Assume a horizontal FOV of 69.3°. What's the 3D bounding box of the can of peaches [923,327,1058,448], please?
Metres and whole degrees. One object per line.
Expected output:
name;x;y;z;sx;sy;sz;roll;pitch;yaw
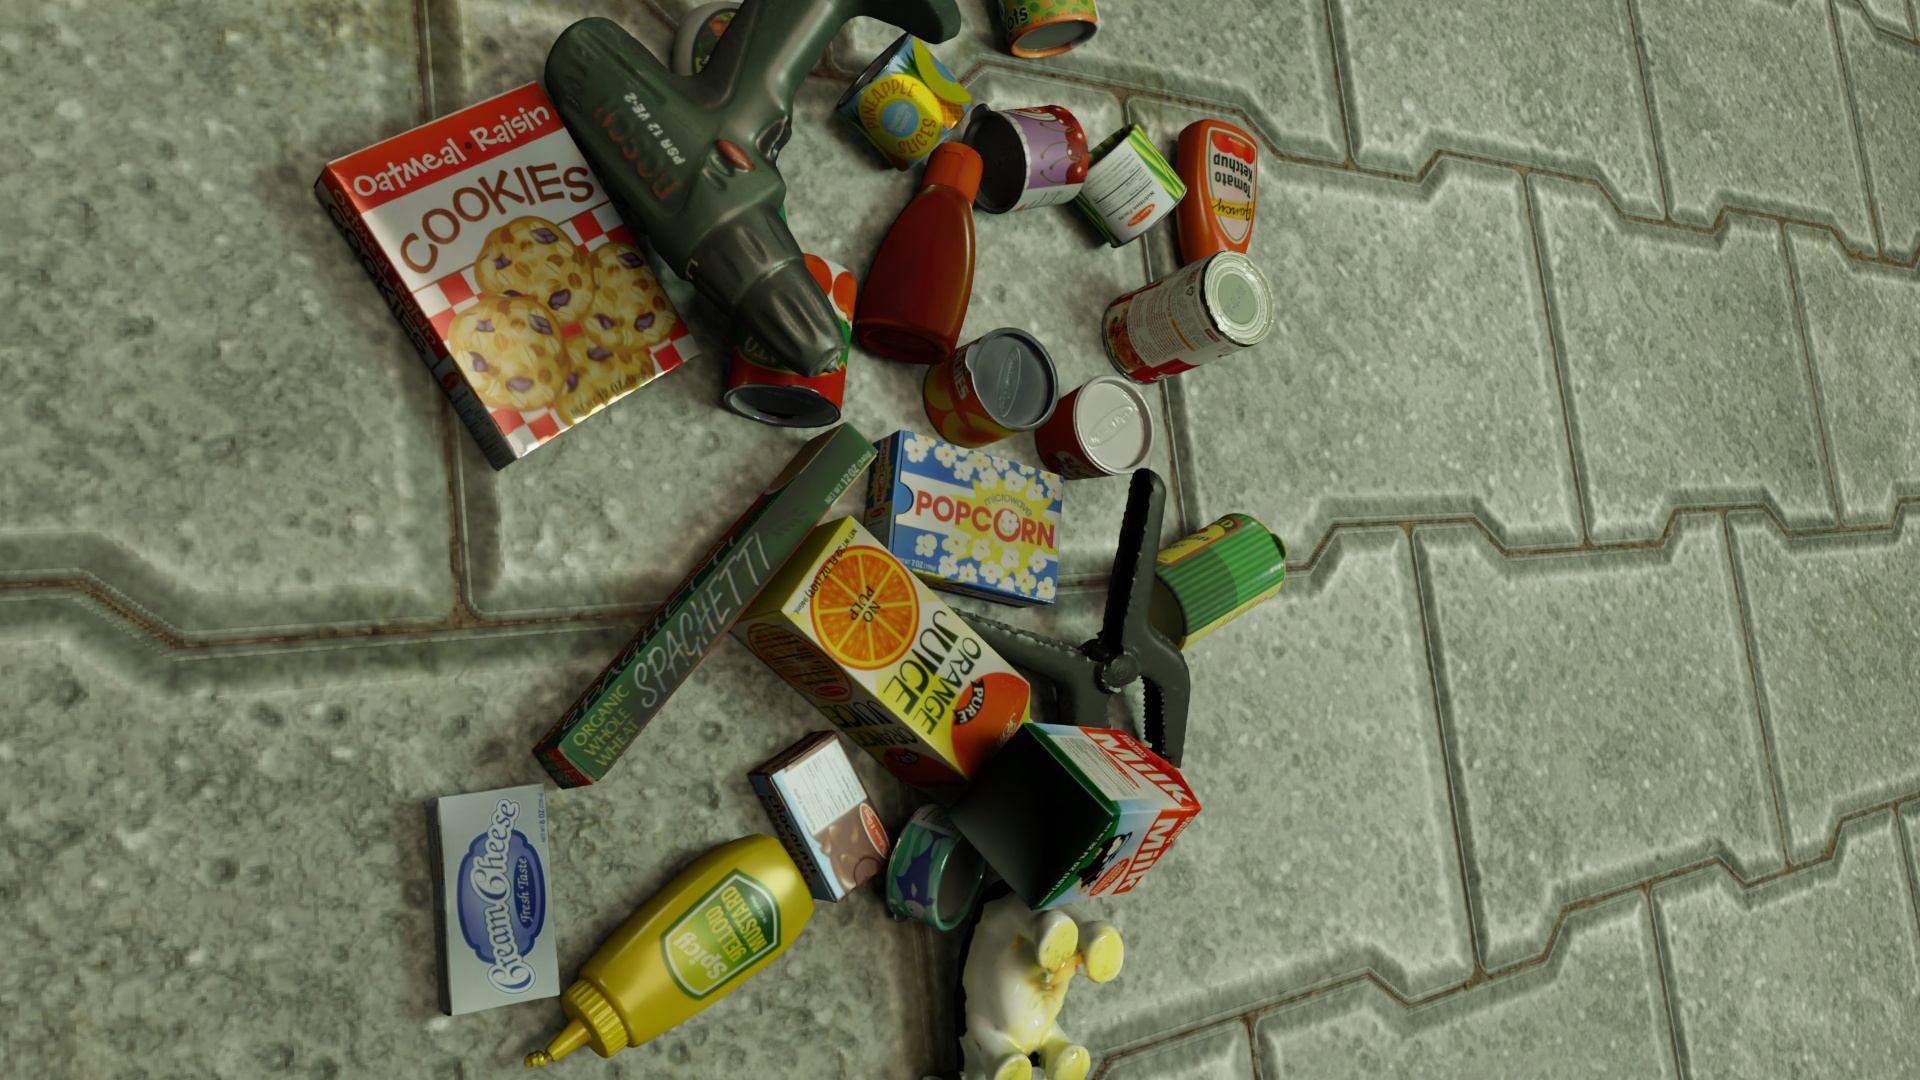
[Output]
can of peaches;0.017;-0.096;0.876;0.071;0.058;0.071;7;78;-33

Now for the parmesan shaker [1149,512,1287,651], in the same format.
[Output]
parmesan shaker;0.164;0.028;0.943;0.103;0.071;0.071;-25;95;-35

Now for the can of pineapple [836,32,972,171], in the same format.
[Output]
can of pineapple;-0.035;-0.274;0.870;0.058;0.071;0.071;43;60;-21

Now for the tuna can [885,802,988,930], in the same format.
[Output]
tuna can;-0.013;0.189;0.795;0.071;0.033;0.070;-37;134;-51

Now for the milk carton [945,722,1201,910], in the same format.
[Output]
milk carton;0.079;0.160;0.818;0.073;0.072;0.190;44;13;27

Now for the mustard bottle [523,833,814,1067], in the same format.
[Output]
mustard bottle;-0.149;0.216;0.705;0.161;0.048;0.065;-35;99;-34

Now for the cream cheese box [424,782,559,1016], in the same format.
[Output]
cream cheese box;-0.227;0.173;0.676;0.053;0.024;0.104;-2;82;-33

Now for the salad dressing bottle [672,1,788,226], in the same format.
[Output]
salad dressing bottle;-0.129;-0.236;0.813;0.064;0.044;0.147;-9;86;-28

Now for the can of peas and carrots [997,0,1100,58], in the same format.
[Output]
can of peas and carrots;0.056;-0.372;0.955;0.071;0.071;0.058;-12;88;-35

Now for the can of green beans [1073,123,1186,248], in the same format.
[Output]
can of green beans;0.114;-0.247;0.967;0.057;0.071;0.071;48;59;-17

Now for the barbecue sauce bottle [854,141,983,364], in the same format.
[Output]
barbecue sauce bottle;-0.019;-0.183;0.873;0.065;0.043;0.149;12;64;5

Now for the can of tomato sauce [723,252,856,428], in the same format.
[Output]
can of tomato sauce;-0.096;-0.115;0.795;0.071;0.071;0.083;16;72;-31

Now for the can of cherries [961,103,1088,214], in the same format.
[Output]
can of cherries;0.042;-0.255;0.919;0.058;0.071;0.071;-18;91;-35

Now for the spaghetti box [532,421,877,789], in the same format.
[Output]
spaghetti box;-0.133;0.030;0.753;0.028;0.050;0.251;47;59;-16

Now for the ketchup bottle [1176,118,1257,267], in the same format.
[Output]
ketchup bottle;0.188;-0.233;1.029;0.065;0.043;0.149;14;74;-32

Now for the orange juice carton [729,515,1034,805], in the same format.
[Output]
orange juice carton;-0.032;0.079;0.798;0.192;0.073;0.072;44;60;-20

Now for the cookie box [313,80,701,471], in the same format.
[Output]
cookie box;-0.233;-0.139;0.726;0.123;0.040;0.167;-38;103;-34

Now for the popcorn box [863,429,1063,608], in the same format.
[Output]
popcorn box;0.003;-0.011;0.861;0.127;0.038;0.085;14;74;-32

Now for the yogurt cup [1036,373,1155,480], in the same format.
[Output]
yogurt cup;0.087;-0.071;0.921;0.072;0.054;0.072;7;76;-33

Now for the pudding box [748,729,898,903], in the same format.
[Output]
pudding box;-0.077;0.154;0.779;0.050;0.030;0.083;-32;99;-35
